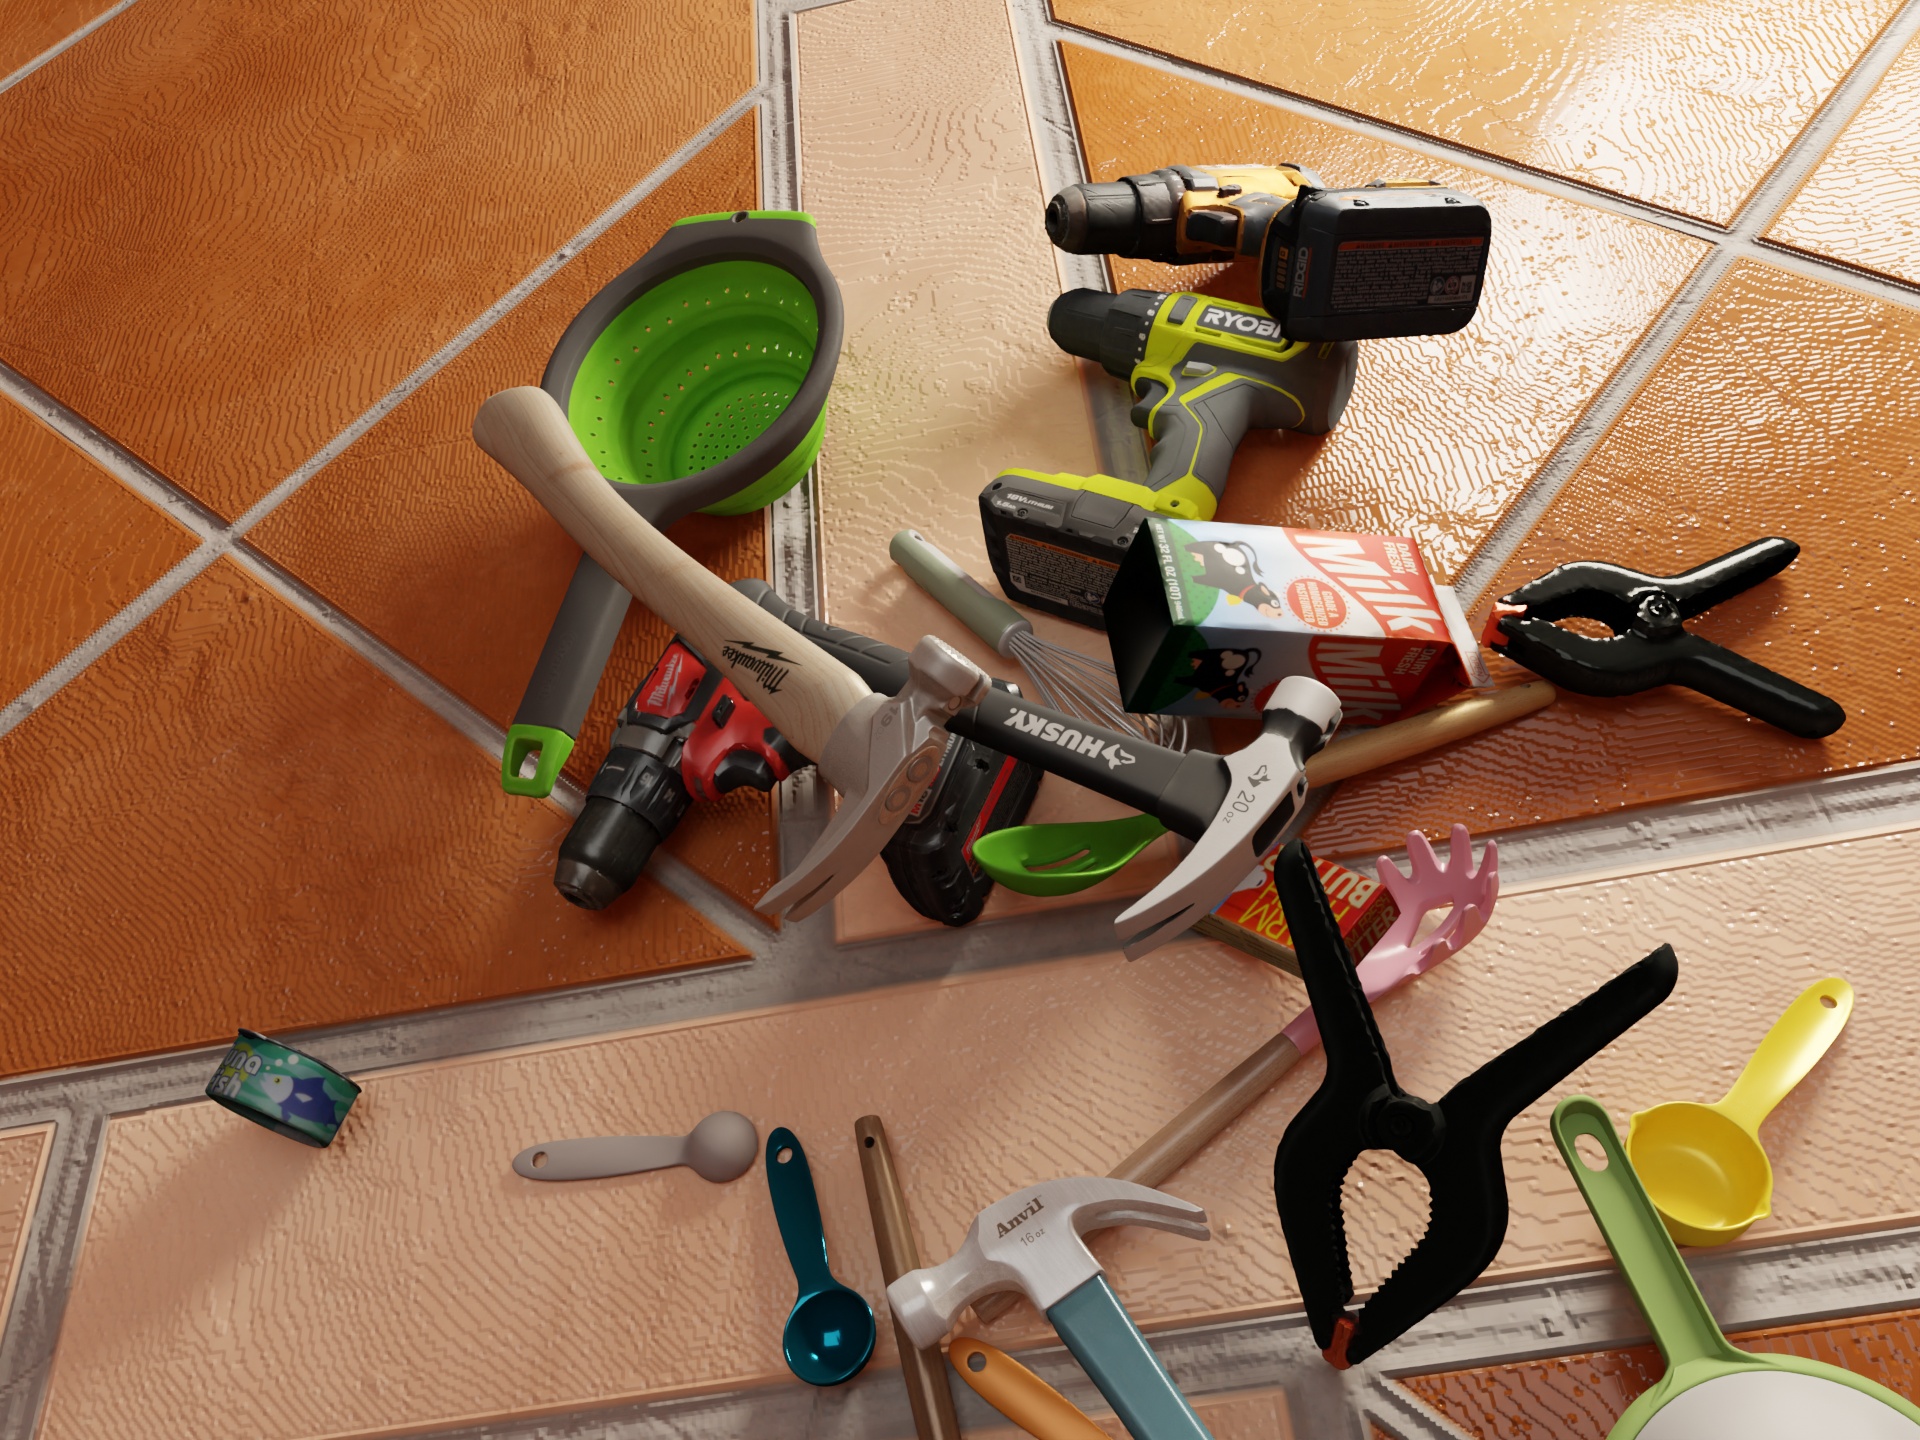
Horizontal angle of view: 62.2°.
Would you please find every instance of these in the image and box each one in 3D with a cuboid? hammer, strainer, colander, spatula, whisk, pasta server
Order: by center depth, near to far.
[{"bbox_3d":[0.280,0.244,0.565,0.151,0.069,0.257,-18,55,0],"label":"strainer"},{"bbox_3d":[0.106,0.306,0.583,0.128,0.033,0.331,-32,50,-11],"label":"hammer"},{"bbox_3d":[-0.007,0.312,0.656,0.060,0.018,0.316,-20,55,4],"label":"spatula"},{"bbox_3d":[0.127,0.160,0.721,0.316,0.040,0.060,-37,31,-12],"label":"pasta server"},{"bbox_3d":[-0.001,-0.002,0.762,0.335,0.035,0.146,21,63,31],"label":"hammer"},{"bbox_3d":[-0.157,-0.065,0.827,0.411,0.038,0.146,39,95,37],"label":"hammer"},{"bbox_3d":[0.036,-0.041,0.876,0.247,0.057,0.059,43,102,36],"label":"whisk"},{"bbox_3d":[-0.171,-0.122,0.951,0.204,0.094,0.397,6,66,25],"label":"colander"}]

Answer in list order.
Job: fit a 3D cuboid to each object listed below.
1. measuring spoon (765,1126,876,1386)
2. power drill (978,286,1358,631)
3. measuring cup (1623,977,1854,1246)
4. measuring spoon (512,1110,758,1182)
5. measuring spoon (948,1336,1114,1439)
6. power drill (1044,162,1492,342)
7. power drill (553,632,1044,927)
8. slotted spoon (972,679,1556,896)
[{"bbox_3d":[-0.067,0.242,0.723,0.042,0.021,0.129,-24,45,0],"label":"measuring spoon"},{"bbox_3d":[0.104,-0.166,0.929,0.191,0.080,0.229,19,59,22],"label":"power drill"},{"bbox_3d":[0.340,0.165,0.685,0.156,0.029,0.062,-35,55,-27],"label":"measuring cup"},{"bbox_3d":[-0.159,0.206,0.763,0.124,0.018,0.034,-7,55,8],"label":"measuring spoon"},{"bbox_3d":[0.041,0.293,0.663,0.117,0.011,0.021,27,65,28],"label":"measuring spoon"},{"bbox_3d":[0.171,-0.283,0.931,0.185,0.084,0.226,-9,29,-21],"label":"power drill"},{"bbox_3d":[-0.090,0.036,0.832,0.227,0.080,0.188,14,60,24],"label":"power drill"},{"bbox_3d":[0.157,0.031,0.789,0.313,0.031,0.070,-17,20,-10],"label":"slotted spoon"}]
